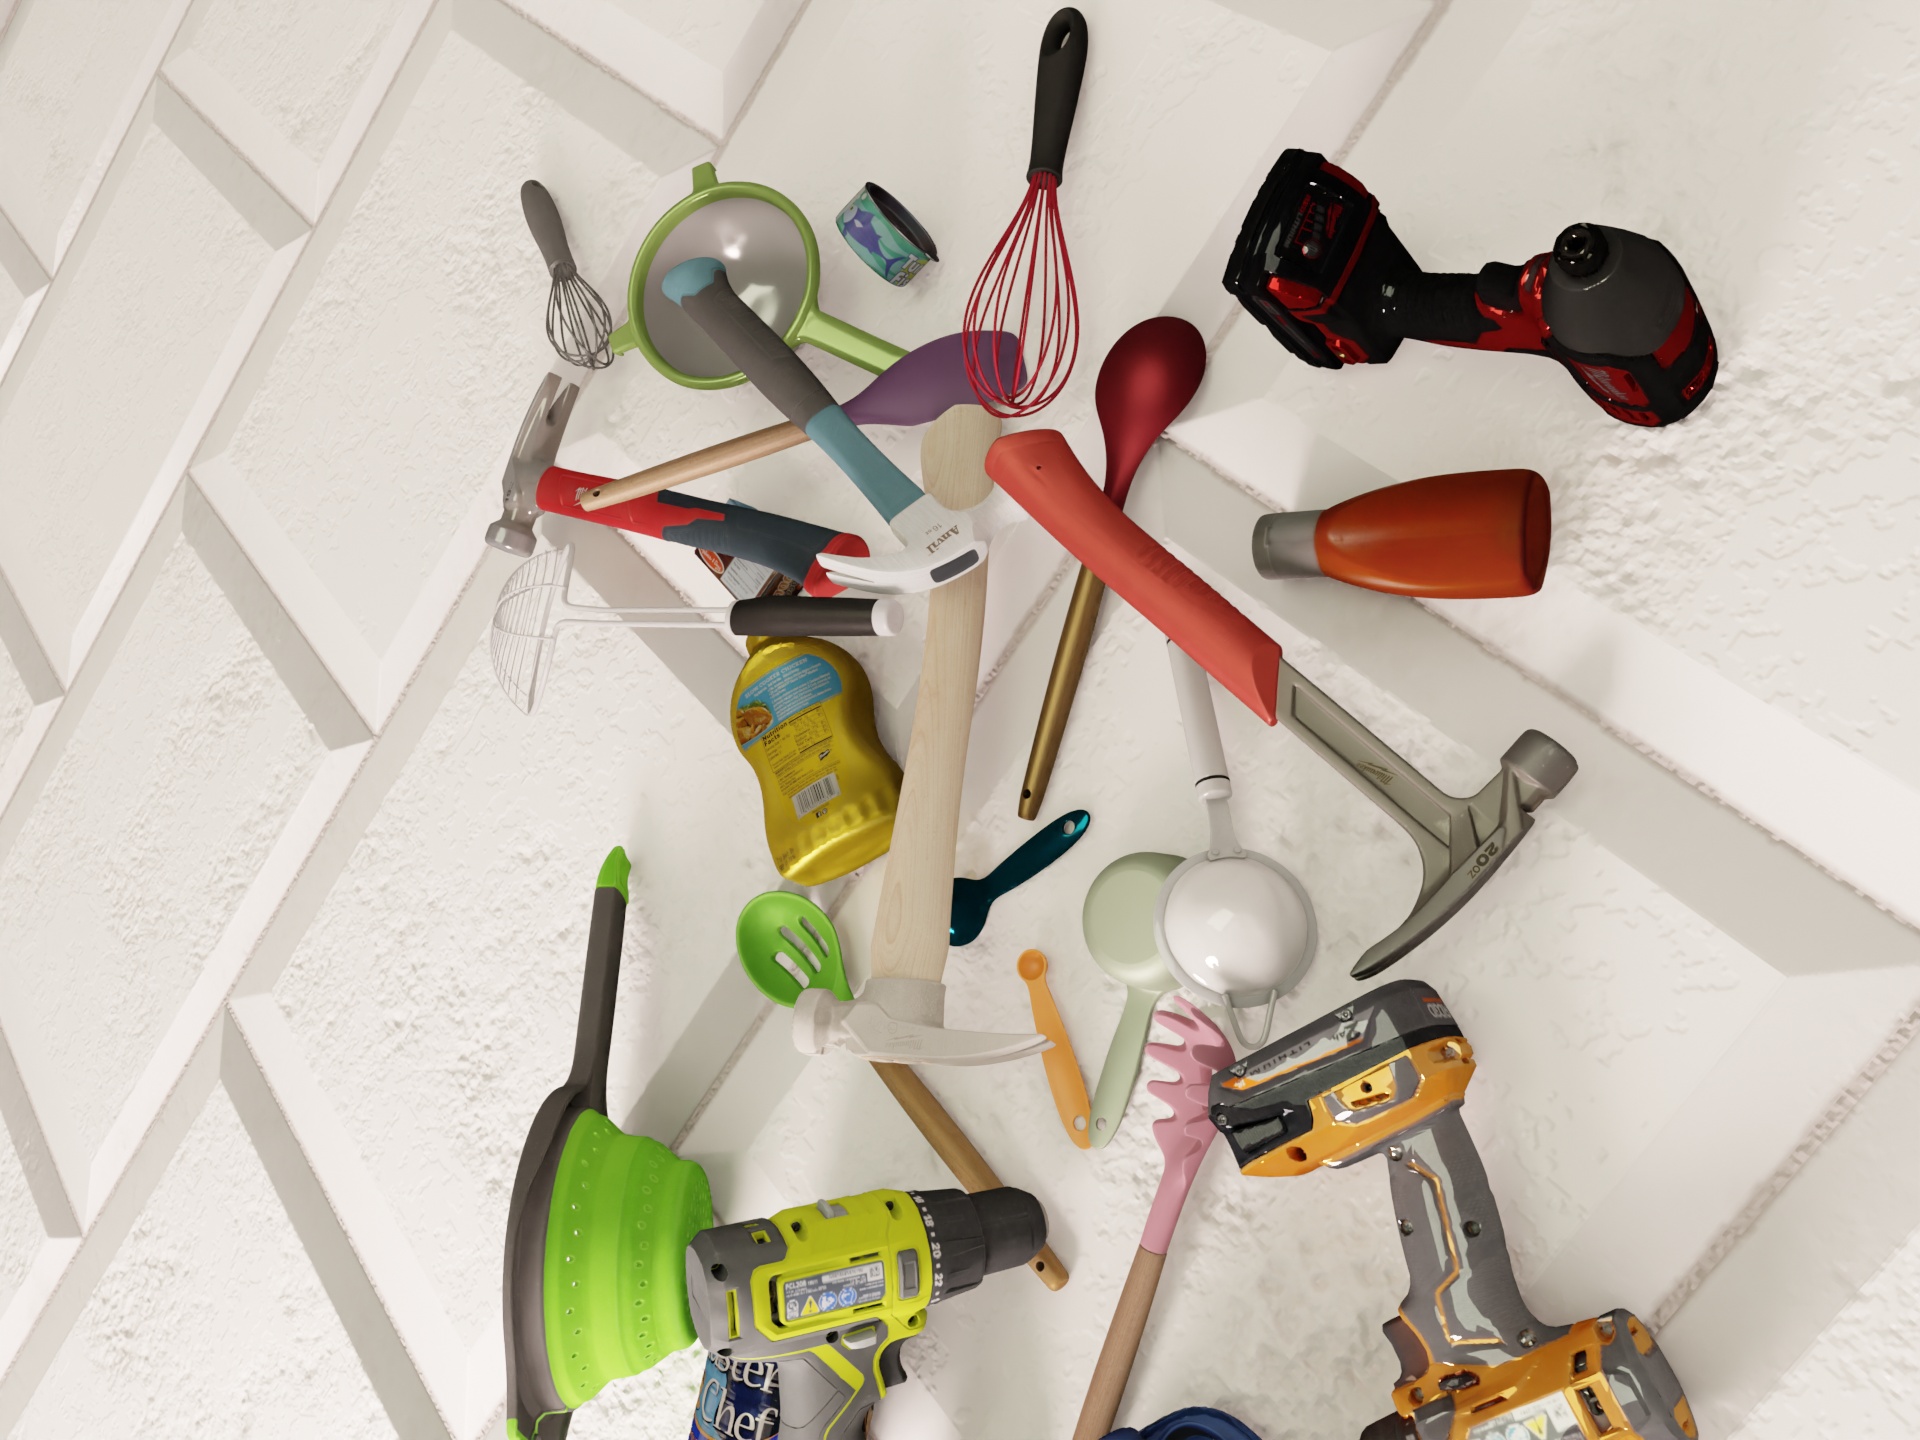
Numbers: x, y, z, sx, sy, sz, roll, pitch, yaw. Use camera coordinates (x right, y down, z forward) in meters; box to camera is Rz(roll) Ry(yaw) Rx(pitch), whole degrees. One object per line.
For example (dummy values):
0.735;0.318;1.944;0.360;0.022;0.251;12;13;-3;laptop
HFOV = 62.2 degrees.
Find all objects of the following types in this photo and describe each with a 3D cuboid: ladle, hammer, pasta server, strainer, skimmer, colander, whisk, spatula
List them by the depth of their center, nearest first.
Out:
0.085;0.298;0.828;0.060;0.040;0.316;-144;70;-73;pasta server
0.133;-0.034;0.841;0.149;0.036;0.359;-47;64;3;hammer
0.136;0.044;0.853;0.087;0.050;0.259;-4;62;-6;strainer
0.080;-0.093;0.947;0.069;0.031;0.315;15;90;34;ladle
-0.002;-0.003;0.947;0.146;0.038;0.411;0;70;17;hammer
0.050;-0.326;1.008;0.073;0.073;0.296;-2;71;36;whisk
-0.093;-0.200;1.016;0.128;0.033;0.331;-38;60;-6;hammer
-0.207;0.260;1.025;0.094;0.204;0.397;-2;57;2;colander
-0.109;-0.194;1.056;0.316;0.018;0.060;-17;68;11;spatula
-0.181;-0.061;1.059;0.363;0.090;0.127;2;76;30;skimmer
-0.114;-0.278;1.119;0.256;0.069;0.151;28;93;20;strainer
-0.202;-0.160;1.123;0.387;0.038;0.143;17;87;40;hammer
-0.328;-0.368;1.298;0.055;0.055;0.239;-40;54;22;whisk

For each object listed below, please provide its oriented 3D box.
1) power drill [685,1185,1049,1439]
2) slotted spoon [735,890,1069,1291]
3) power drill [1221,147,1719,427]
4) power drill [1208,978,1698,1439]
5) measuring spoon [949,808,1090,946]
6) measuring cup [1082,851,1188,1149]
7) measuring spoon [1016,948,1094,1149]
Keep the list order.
-0.039;0.359;0.833;0.080;0.190;0.228;-176;82;-67;power drill
-0.038;0.216;0.956;0.314;0.031;0.070;45;106;33;slotted spoon
0.248;-0.212;0.781;0.220;0.143;0.078;26;92;40;power drill
0.197;0.258;0.738;0.185;0.084;0.226;-34;65;21;power drill
0.024;0.090;0.943;0.128;0.021;0.042;-39;59;24;measuring spoon
0.090;0.152;0.869;0.083;0.038;0.167;13;85;37;measuring cup
0.056;0.186;0.906;0.021;0.011;0.117;-27;68;25;measuring spoon
